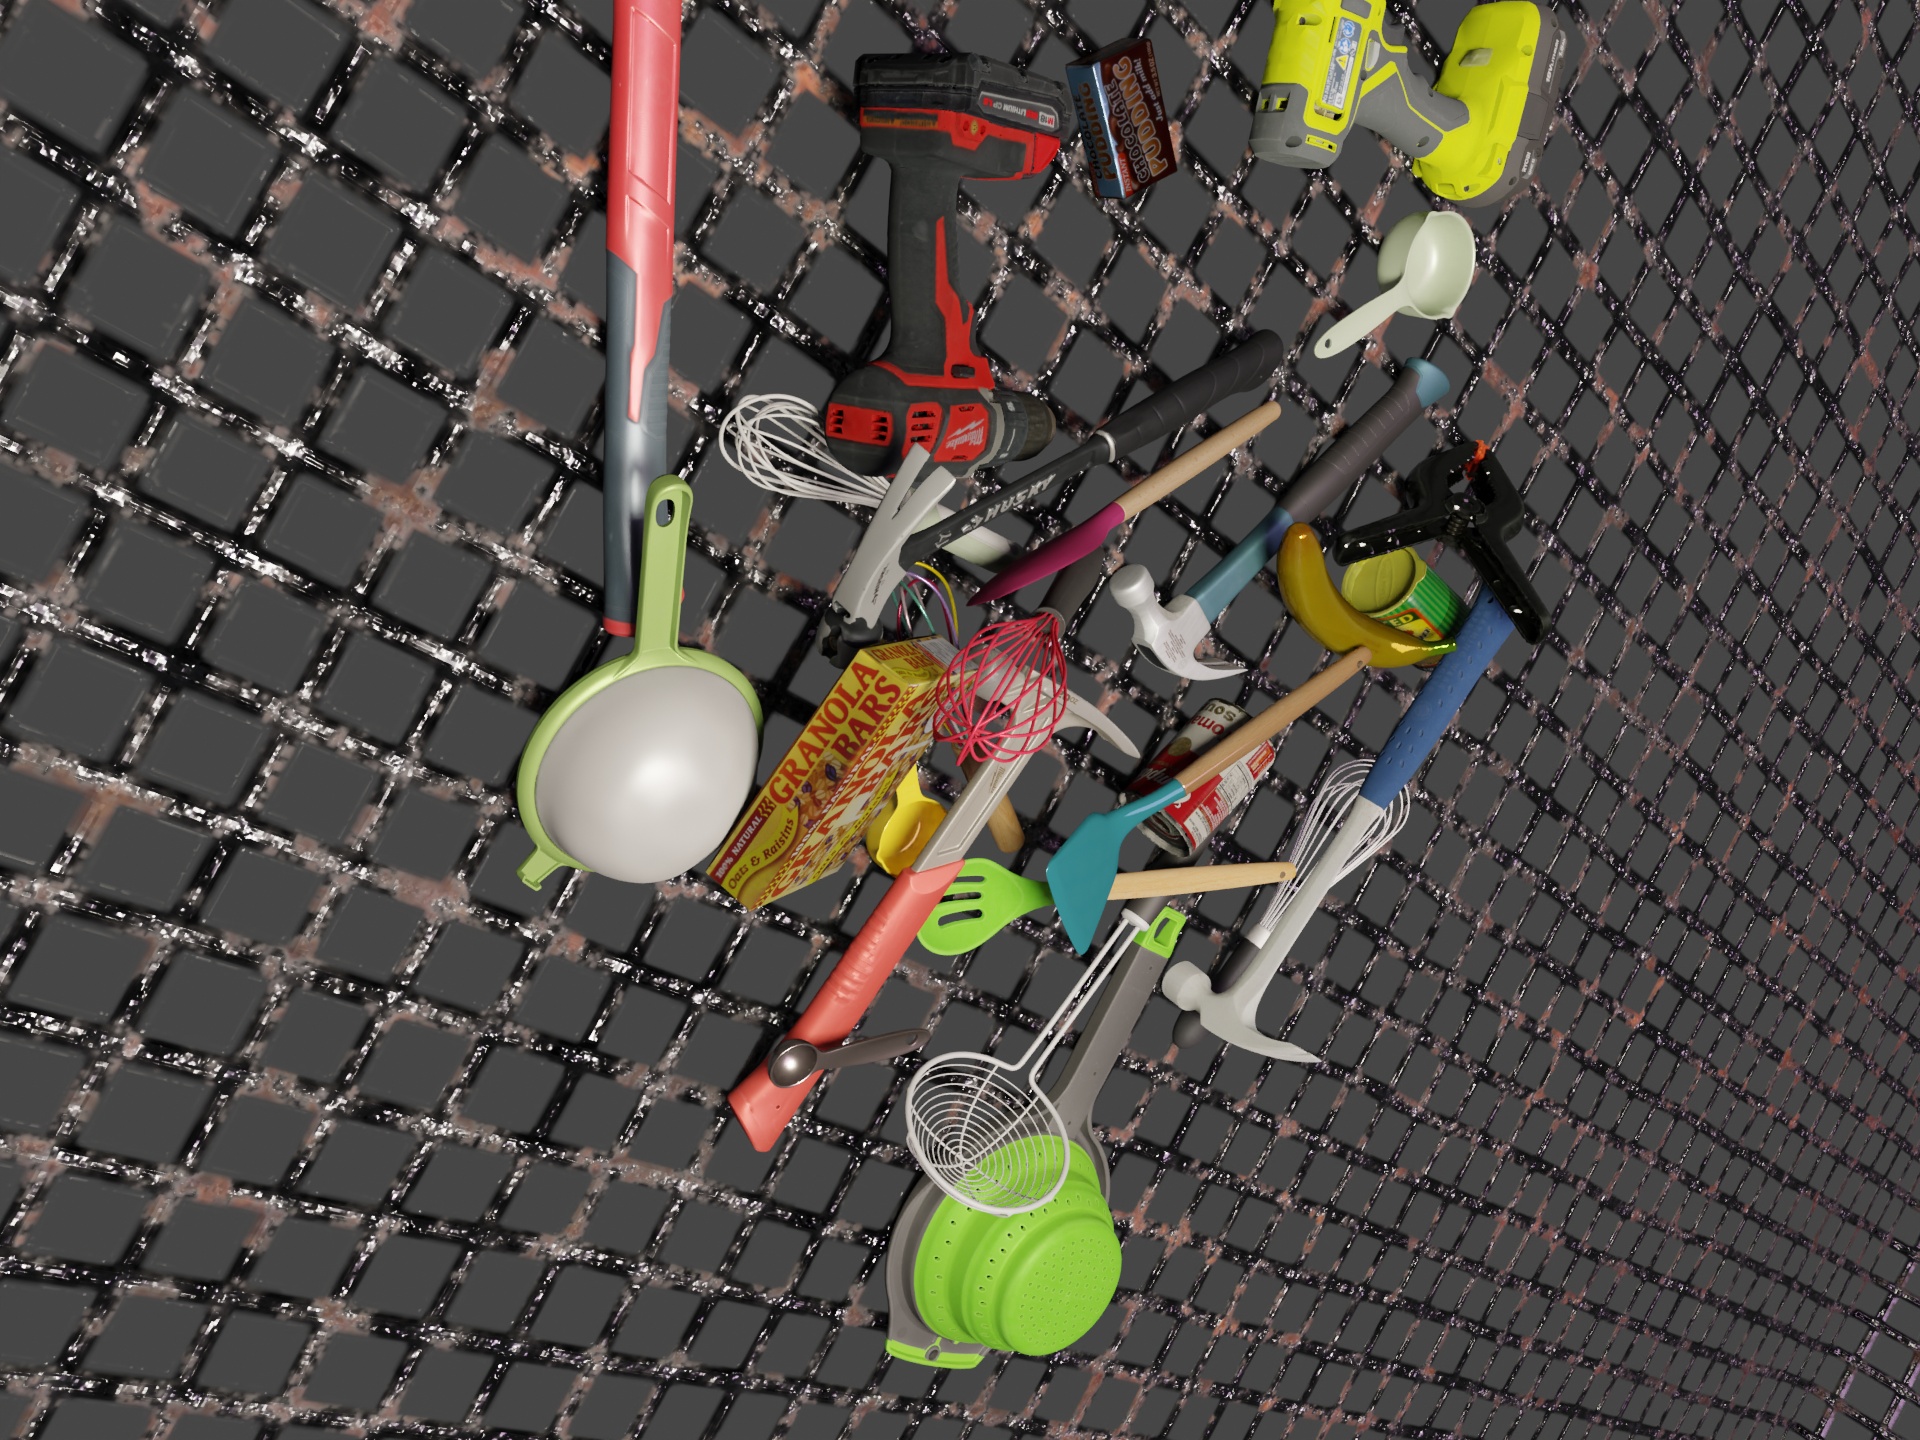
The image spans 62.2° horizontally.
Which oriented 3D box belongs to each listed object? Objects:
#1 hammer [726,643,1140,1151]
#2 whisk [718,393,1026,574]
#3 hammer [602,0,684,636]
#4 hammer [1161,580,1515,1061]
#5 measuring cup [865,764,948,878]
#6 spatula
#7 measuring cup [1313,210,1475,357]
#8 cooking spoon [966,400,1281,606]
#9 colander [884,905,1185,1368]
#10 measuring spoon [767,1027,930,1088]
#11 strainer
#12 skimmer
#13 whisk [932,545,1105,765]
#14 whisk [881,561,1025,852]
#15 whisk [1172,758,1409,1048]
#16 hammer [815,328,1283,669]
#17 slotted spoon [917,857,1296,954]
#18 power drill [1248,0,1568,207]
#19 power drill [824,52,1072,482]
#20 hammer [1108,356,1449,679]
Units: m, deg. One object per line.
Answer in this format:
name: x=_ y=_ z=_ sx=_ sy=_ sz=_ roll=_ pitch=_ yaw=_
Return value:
hammer: x=-0.031 y=0.127 z=1.033 sx=0.149 sy=0.037 sz=0.359 roll=30 pitch=96 yaw=-38
whisk: x=-0.044 y=-0.135 z=0.956 sx=0.059 sy=0.058 sz=0.246 roll=-40 pitch=140 yaw=26
hammer: x=-0.181 y=-0.232 z=0.823 sx=0.143 sy=0.038 sz=0.386 roll=-6 pitch=110 yaw=-33
hammer: x=0.310 y=0.074 z=1.207 sx=0.035 sy=0.144 sz=0.405 roll=33 pitch=91 yaw=-38
measuring cup: x=-0.044 y=0.030 z=1.029 sx=0.062 sy=0.029 sz=0.156 roll=-23 pitch=116 yaw=-28
spatula: x=0.179 y=0.038 z=1.108 sx=0.317 sy=0.044 sz=0.082 roll=-34 pitch=123 yaw=-18
measuring cup: x=0.304 y=-0.309 z=1.153 sx=0.167 sy=0.038 sz=0.083 roll=-36 pitch=125 yaw=-18
cooking spoon: x=0.118 y=-0.148 z=1.050 sx=0.319 sy=0.069 sz=0.017 roll=-35 pitch=105 yaw=-35
colander: x=0.090 y=0.330 z=1.193 sx=0.204 sy=0.095 sz=0.397 roll=28 pitch=89 yaw=-39
measuring spoon: x=-0.072 y=0.209 z=1.020 sx=0.124 sy=0.018 sz=0.034 roll=-3 pitch=120 yaw=-38
strainer: x=-0.157 y=-0.005 z=0.865 sx=0.151 sy=0.069 sz=0.256 roll=-12 pitch=129 yaw=-32
skimmer: x=0.097 y=0.188 z=1.147 sx=0.363 sy=0.127 sz=0.090 roll=-52 pitch=173 yaw=-15
whisk: x=0.048 y=-0.051 z=0.956 sx=0.296 sy=0.073 sz=0.073 roll=-56 pitch=144 yaw=-59
whisk: x=0.000 y=-0.004 z=1.039 sx=0.047 sy=0.051 sz=0.244 roll=-42 pitch=130 yaw=-24
whisk: x=0.263 y=0.151 z=1.281 sx=0.284 sy=0.070 sz=0.070 roll=-52 pitch=129 yaw=-4
hammer: x=0.078 y=-0.167 z=0.978 sx=0.409 sy=0.036 sz=0.149 roll=-34 pitch=162 yaw=-37
slotted spoon: x=0.108 y=0.121 z=1.139 sx=0.313 sy=0.031 sz=0.070 roll=-3 pitch=108 yaw=-24
power drill: x=0.304 y=-0.447 z=1.077 sx=0.223 sy=0.080 sz=0.171 roll=3 pitch=105 yaw=-34
power drill: x=0.005 y=-0.250 z=0.912 sx=0.188 sy=0.080 sz=0.226 roll=-14 pitch=114 yaw=-54
hammer: x=0.247 y=-0.156 z=1.169 sx=0.331 sy=0.033 sz=0.128 roll=-44 pitch=126 yaw=-15
